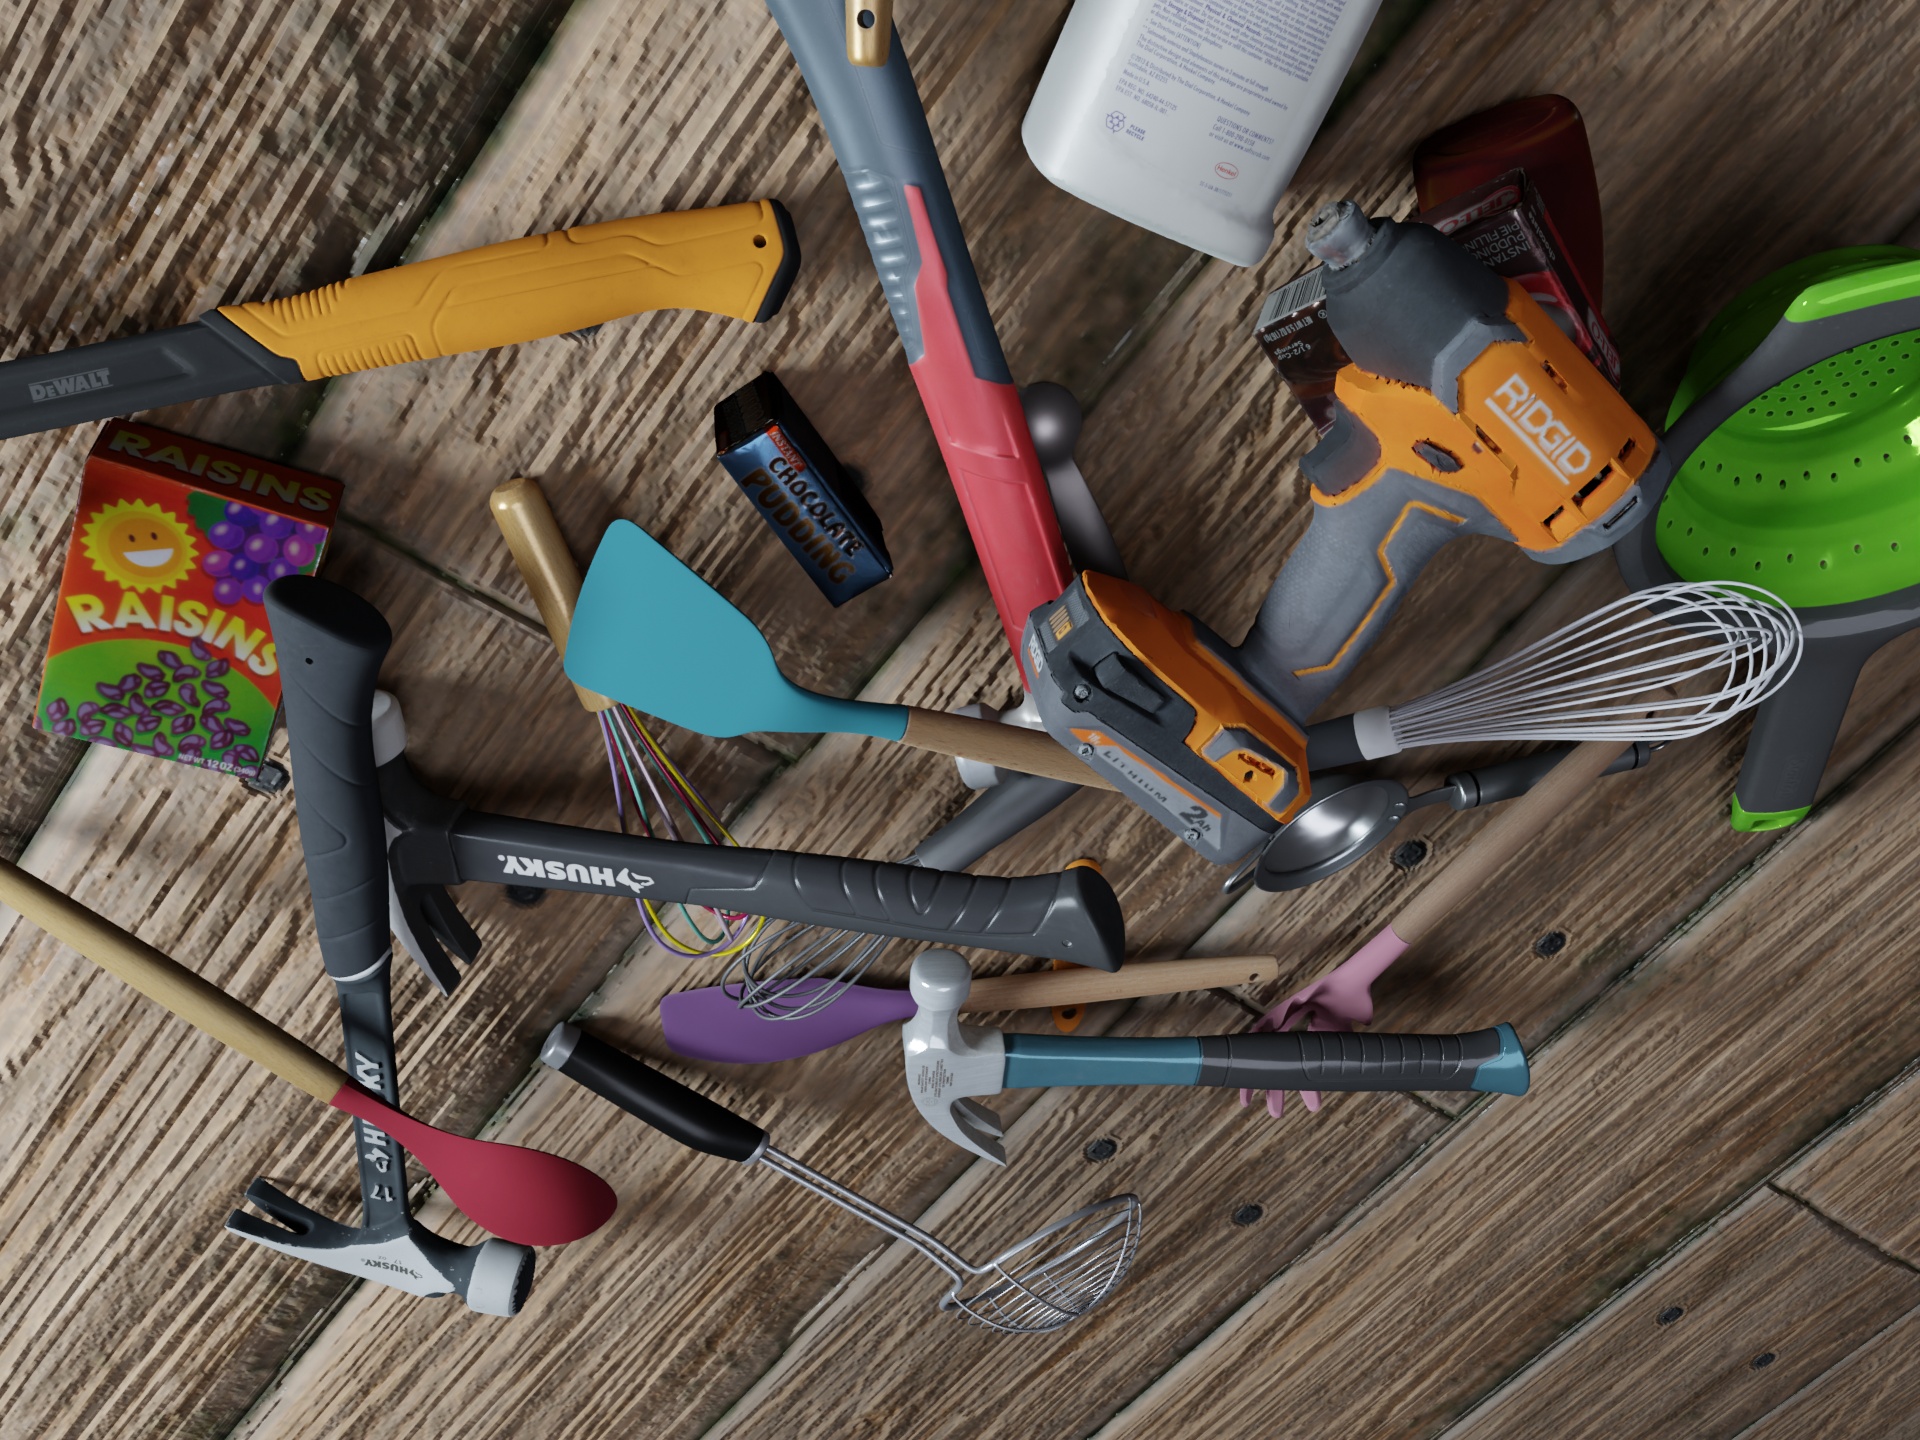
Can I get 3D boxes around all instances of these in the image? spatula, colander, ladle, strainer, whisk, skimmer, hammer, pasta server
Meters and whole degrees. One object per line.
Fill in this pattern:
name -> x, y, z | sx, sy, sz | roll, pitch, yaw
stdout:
spatula -> 0.007, 0.143, 0.814 | 0.316, 0.018, 0.059 | -6, 127, -4
colander -> 0.388, -0.081, 0.724 | 0.204, 0.095, 0.396 | -8, 144, 11
ladle -> -0.287, 0.142, 0.680 | 0.315, 0.031, 0.069 | 36, 126, -11
strainer -> 0.240, 0.036, 0.790 | 0.258, 0.050, 0.086 | -12, 145, -12
whisk -> -0.139, 0.007, 0.684 | 0.047, 0.051, 0.244 | -3, 123, 25
whisk -> 0.217, -0.002, 0.706 | 0.284, 0.070, 0.070 | -16, 129, 27
skimmer -> -0.057, 0.236, 0.861 | 0.363, 0.090, 0.127 | 34, 121, -18
hammer -> 0.015, -0.138, 0.605 | 0.143, 0.038, 0.385 | -14, 125, 10
pasta server -> 0.244, 0.096, 0.806 | 0.060, 0.040, 0.316 | 23, 124, -21
hammer -> -0.265, 0.117, 0.695 | 0.149, 0.036, 0.408 | 11, 125, 2
hammer -> 0.135, 0.174, 0.817 | 0.331, 0.033, 0.128 | 2, 125, -7
whisk -> -0.015, 0.066, 0.750 | 0.239, 0.055, 0.055 | -37, 123, 7
spatula -> -0.001, -0.002, 0.661 | 0.317, 0.044, 0.082 | 13, 127, -21
hammer -> -0.223, -0.143, 0.554 | 0.337, 0.034, 0.127 | -14, 96, -10
hammer -> -0.098, 0.070, 0.664 | 0.335, 0.035, 0.146 | 6, 126, 11

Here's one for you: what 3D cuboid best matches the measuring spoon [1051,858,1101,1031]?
measuring spoon -> 0.060, 0.120, 0.821 | 0.021, 0.011, 0.116 | -4, 124, -10

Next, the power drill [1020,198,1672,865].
power drill -> 0.127, -0.070, 0.592 | 0.164, 0.084, 0.226 | 38, 108, -23

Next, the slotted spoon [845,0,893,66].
slotted spoon -> -0.024, -0.354, 0.450 | 0.070, 0.031, 0.313 | 5, 114, 5

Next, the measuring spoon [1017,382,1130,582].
measuring spoon -> 0.052, -0.086, 0.677 | 0.034, 0.018, 0.124 | -24, 122, 4
